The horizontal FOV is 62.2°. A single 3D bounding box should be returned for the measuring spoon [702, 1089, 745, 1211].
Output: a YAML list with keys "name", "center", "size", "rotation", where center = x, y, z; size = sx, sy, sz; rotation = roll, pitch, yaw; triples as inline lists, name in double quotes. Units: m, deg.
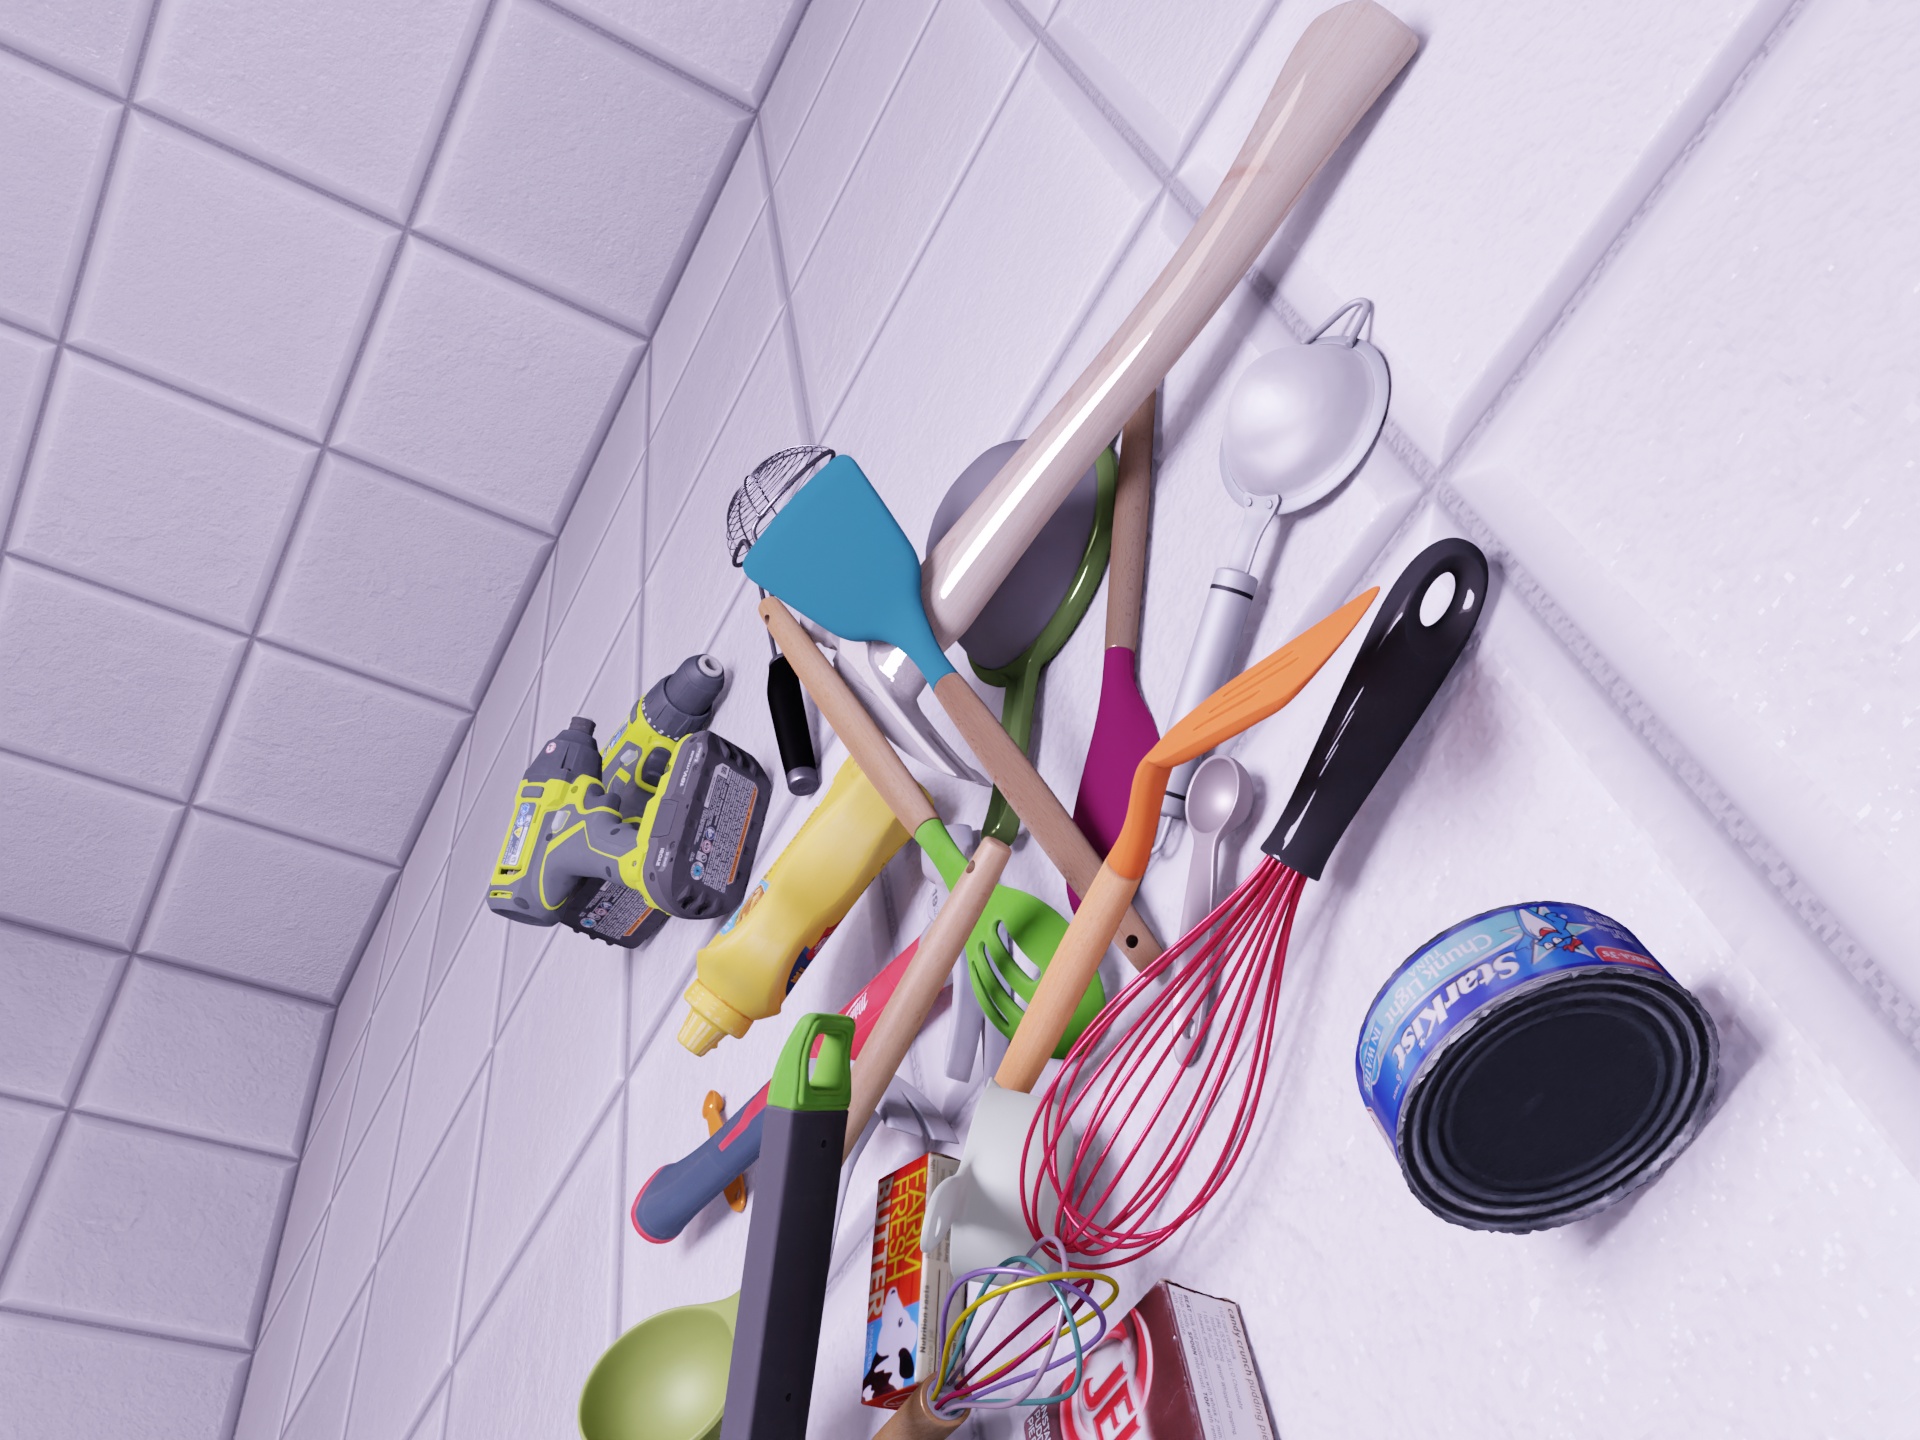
- name: "measuring spoon"
  center: [-0.148, 0.275, 1.015]
  size: [0.021, 0.011, 0.117]
  rotation: [-64, 27, 13]

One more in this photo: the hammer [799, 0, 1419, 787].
- name: "hammer"
  center: [0.080, -0.157, 0.773]
  size: [0.410, 0.038, 0.146]
  rotation: [-52, 55, 15]

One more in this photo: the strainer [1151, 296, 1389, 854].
- name: "strainer"
  center: [0.119, -0.066, 0.676]
  size: [0.087, 0.050, 0.258]
  rotation: [17, 89, 53]

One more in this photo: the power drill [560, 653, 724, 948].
- name: "power drill"
  center: [-0.271, 0.063, 1.385]
  size: [0.190, 0.080, 0.229]
  rotation: [-46, 29, 35]

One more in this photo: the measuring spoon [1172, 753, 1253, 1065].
- name: "measuring spoon"
  center: [0.100, 0.075, 0.630]
  size: [0.034, 0.018, 0.124]
  rotation: [-13, 65, 61]

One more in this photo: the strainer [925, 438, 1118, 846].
- name: "strainer"
  center: [0.014, -0.054, 0.855]
  size: [0.151, 0.069, 0.257]
  rotation: [-39, 35, 50]

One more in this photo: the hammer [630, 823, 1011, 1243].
- name: "hammer"
  center: [-0.091, 0.218, 0.885]
  size: [0.386, 0.038, 0.143]
  rotation: [-48, 32, 37]

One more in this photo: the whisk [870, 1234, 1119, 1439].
- name: "whisk"
  center: [0.004, 0.253, 0.605]
  size: [0.051, 0.047, 0.244]
  rotation: [51, 145, 21]

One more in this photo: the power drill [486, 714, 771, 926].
- name: "power drill"
  center: [-0.260, 0.074, 1.226]
  size: [0.223, 0.080, 0.171]
  rotation: [-2, 65, 36]

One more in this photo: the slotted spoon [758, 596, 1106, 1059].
- name: "slotted spoon"
  center: [-0.029, 0.037, 0.763]
  size: [0.314, 0.031, 0.070]
  rotation: [53, 130, 37]

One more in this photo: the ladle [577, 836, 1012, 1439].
- name: "ladle"
  center: [-0.069, 0.185, 0.674]
  size: [0.320, 0.062, 0.078]
  rotation: [-62, 31, 9]

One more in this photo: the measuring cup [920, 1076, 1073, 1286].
- name: "measuring cup"
  center: [0.016, 0.180, 0.591]
  size: [0.167, 0.038, 0.083]
  rotation: [46, -127, -77]

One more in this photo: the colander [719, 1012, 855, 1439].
- name: "colander"
  center: [-0.048, 0.308, 0.559]
  size: [0.094, 0.204, 0.397]
  rotation: [2, 80, 34]

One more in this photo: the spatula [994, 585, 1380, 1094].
- name: "spatula"
  center: [0.062, 0.076, 0.603]
  size: [0.081, 0.041, 0.322]
  rotation: [-42, -21, -48]

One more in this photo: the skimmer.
- name: "skimmer"
  center: [-0.122, -0.081, 1.236]
  size: [0.127, 0.090, 0.364]
  rotation: [-49, 40, 33]

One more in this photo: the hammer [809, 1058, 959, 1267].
- name: "hammer"
  center: [-0.086, 0.348, 0.687]
  size: [0.144, 0.035, 0.406]
  rotation: [-19, 54, 58]

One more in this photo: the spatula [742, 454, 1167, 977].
- name: "spatula"
  center: [-0.001, -0.002, 0.736]
  size: [0.082, 0.044, 0.318]
  rotation: [-46, 52, 12]

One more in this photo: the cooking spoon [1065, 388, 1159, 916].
- name: "cooking spoon"
  center: [0.079, -0.054, 0.776]
  size: [0.068, 0.017, 0.319]
  rotation: [-34, 41, 52]

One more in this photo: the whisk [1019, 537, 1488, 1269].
- name: "whisk"
  center: [0.106, 0.068, 0.563]
  size: [0.296, 0.073, 0.073]
  rotation: [-61, 23, 4]
